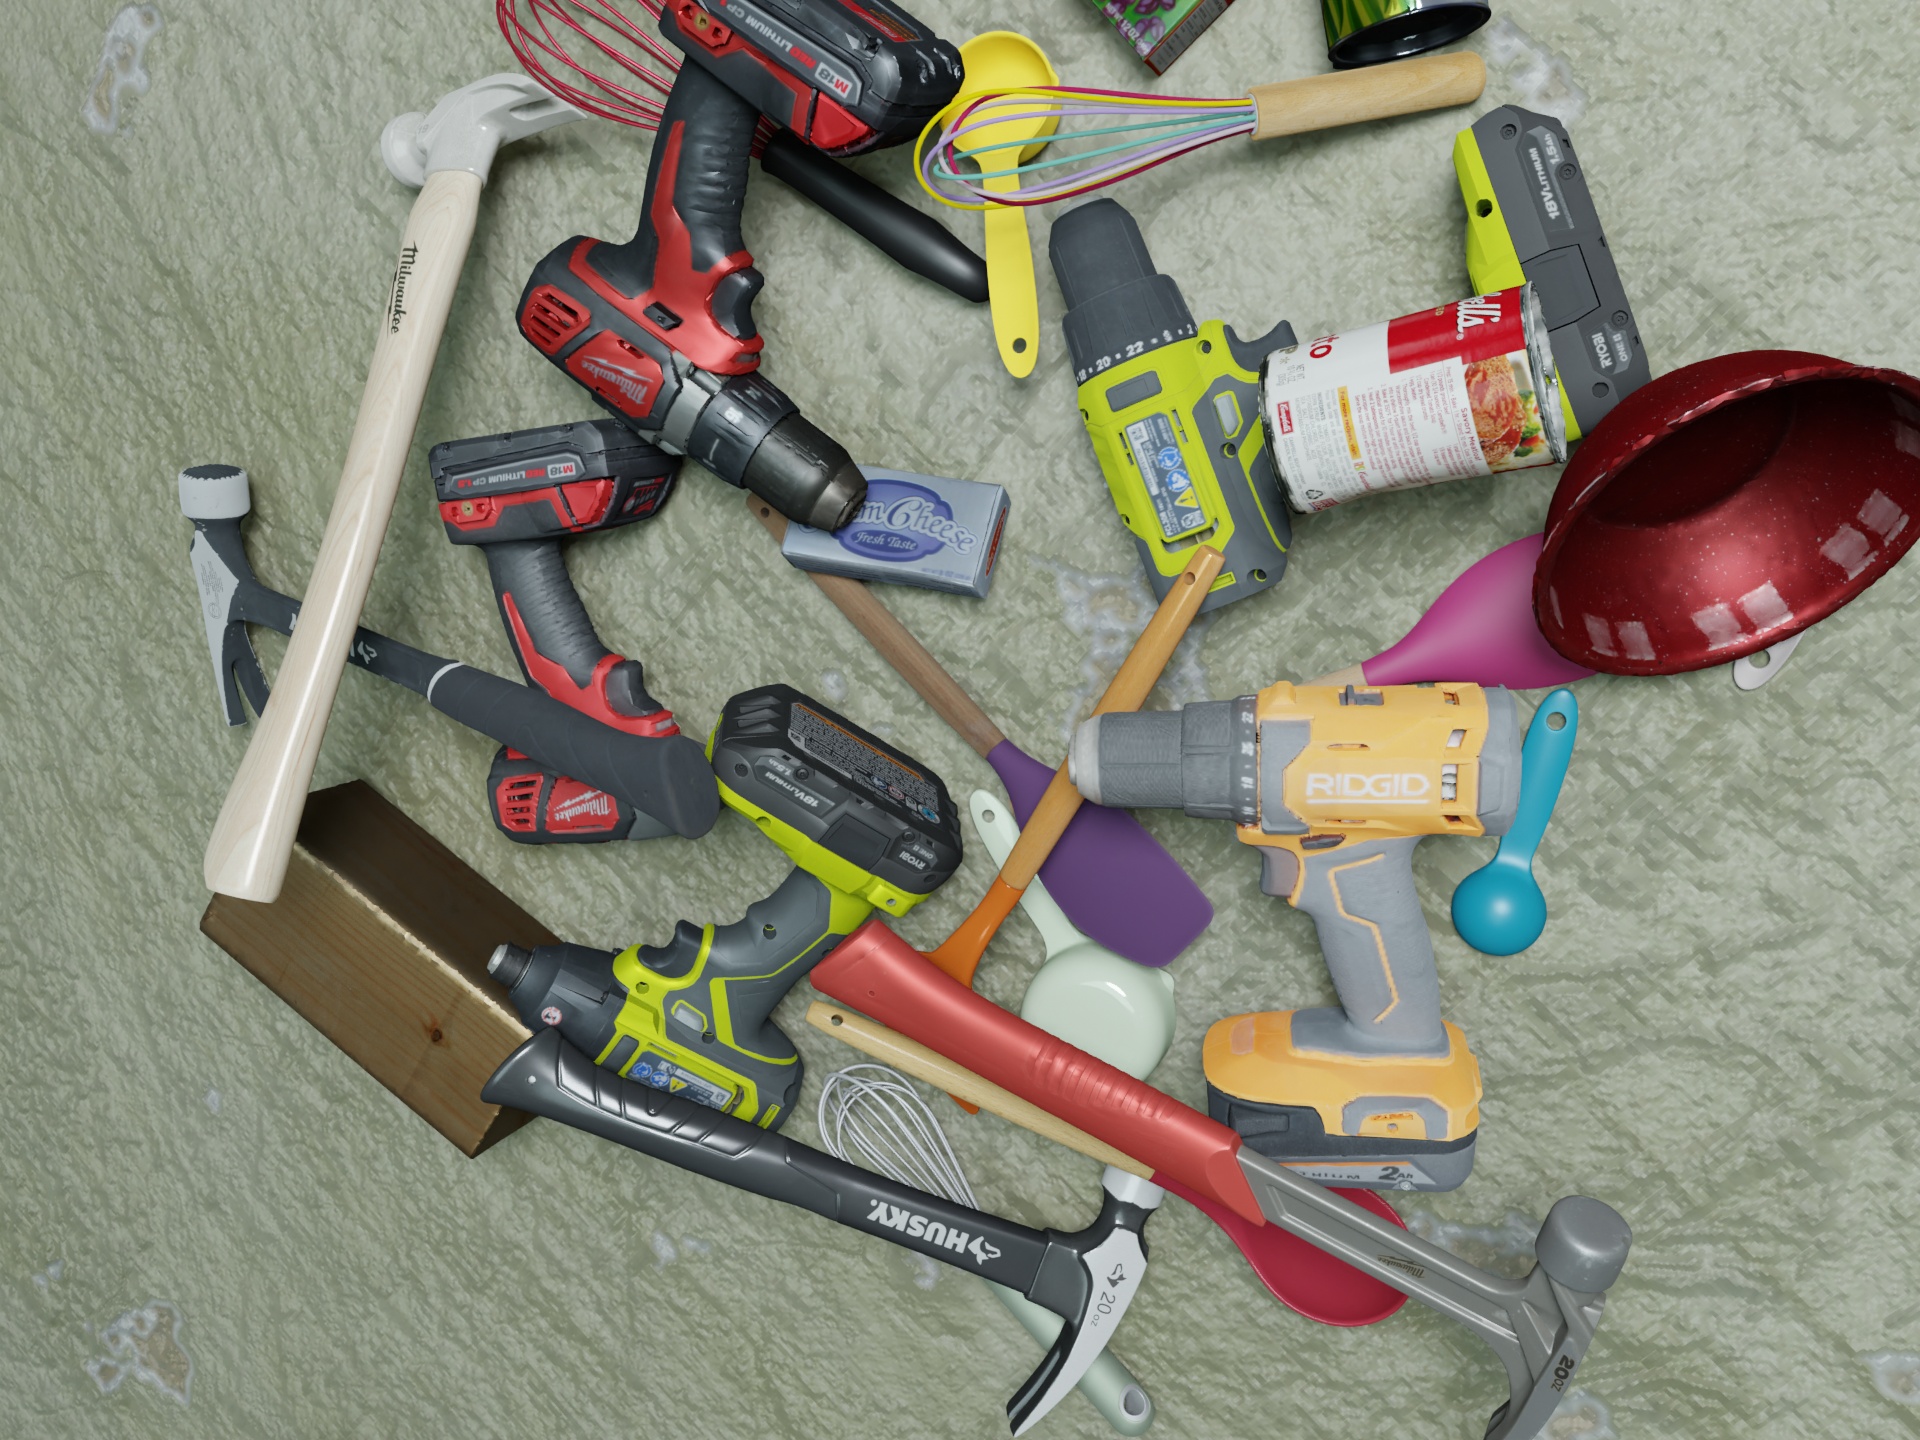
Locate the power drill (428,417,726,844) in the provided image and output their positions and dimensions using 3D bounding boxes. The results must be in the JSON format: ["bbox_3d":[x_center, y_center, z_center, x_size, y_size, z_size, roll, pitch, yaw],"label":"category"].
[{"bbox_3d":[-0.189,-0.043,0.829,0.143,0.078,0.219,-4,101,21],"label":"power drill"}]

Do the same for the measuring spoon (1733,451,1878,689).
[{"bbox_3d":[0.359,-0.068,0.666,0.034,0.018,0.124,31,115,24],"label":"measuring spoon"}]

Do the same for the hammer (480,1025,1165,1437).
[{"bbox_3d":[-0.074,0.233,0.785,0.334,0.035,0.146,21,88,-4],"label":"hammer"}]

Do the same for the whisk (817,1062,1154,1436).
[{"bbox_3d":[0.014,0.277,0.831,0.246,0.058,0.059,48,145,3],"label":"whisk"}]

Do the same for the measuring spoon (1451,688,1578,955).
[{"bbox_3d":[0.254,0.048,0.715,0.042,0.021,0.128,16,105,16],"label":"measuring spoon"}]

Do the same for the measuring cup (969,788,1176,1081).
[{"bbox_3d":[0.044,0.111,0.790,0.083,0.038,0.167,-29,91,21],"label":"measuring cup"}]

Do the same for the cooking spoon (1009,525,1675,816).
[{"bbox_3d":[0.164,-0.010,0.738,0.319,0.017,0.068,-22,98,22],"label":"cooking spoon"}]

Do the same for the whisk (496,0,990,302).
[{"bbox_3d":[-0.105,-0.286,0.767,0.296,0.073,0.073,35,109,5],"label":"whisk"}]

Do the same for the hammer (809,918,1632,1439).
[{"bbox_3d":[0.090,0.189,0.696,0.359,0.037,0.149,24,125,20],"label":"hammer"}]

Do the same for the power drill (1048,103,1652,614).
[{"bbox_3d":[0.157,-0.167,0.685,0.228,0.080,0.190,-20,93,24],"label":"power drill"}]

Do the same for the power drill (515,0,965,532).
[{"bbox_3d":[-0.086,-0.211,0.717,0.188,0.080,0.226,37,122,3],"label":"power drill"}]

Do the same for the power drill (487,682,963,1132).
[{"bbox_3d":[-0.117,0.100,0.800,0.171,0.080,0.223,32,109,-18],"label":"power drill"}]

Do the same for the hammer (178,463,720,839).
[{"bbox_3d":[-0.277,-0.019,0.817,0.409,0.036,0.149,20,117,33],"label":"hammer"}]

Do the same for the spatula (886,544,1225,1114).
[{"bbox_3d":[0.041,0.055,0.751,0.081,0.041,0.322,42,117,26],"label":"spatula"}]

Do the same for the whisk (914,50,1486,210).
[{"bbox_3d":[0.101,-0.252,0.663,0.245,0.051,0.047,-11,110,-4],"label":"whisk"}]

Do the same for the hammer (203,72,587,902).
[{"bbox_3d":[-0.282,-0.114,0.767,0.146,0.038,0.411,6,80,44],"label":"hammer"}]

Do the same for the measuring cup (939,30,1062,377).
[{"bbox_3d":[0.024,-0.236,0.737,0.062,0.029,0.156,-5,93,19],"label":"measuring cup"}]

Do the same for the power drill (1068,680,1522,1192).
[{"bbox_3d":[0.144,0.090,0.700,0.185,0.084,0.226,0,112,11],"label":"power drill"}]

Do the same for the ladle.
[{"bbox_3d":[0.069,0.206,0.768,0.315,0.031,0.069,24,66,1],"label":"ladle"}]

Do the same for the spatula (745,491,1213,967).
[{"bbox_3d":[-0.001,-0.003,0.786,0.316,0.018,0.059,47,109,12],"label":"spatula"}]
